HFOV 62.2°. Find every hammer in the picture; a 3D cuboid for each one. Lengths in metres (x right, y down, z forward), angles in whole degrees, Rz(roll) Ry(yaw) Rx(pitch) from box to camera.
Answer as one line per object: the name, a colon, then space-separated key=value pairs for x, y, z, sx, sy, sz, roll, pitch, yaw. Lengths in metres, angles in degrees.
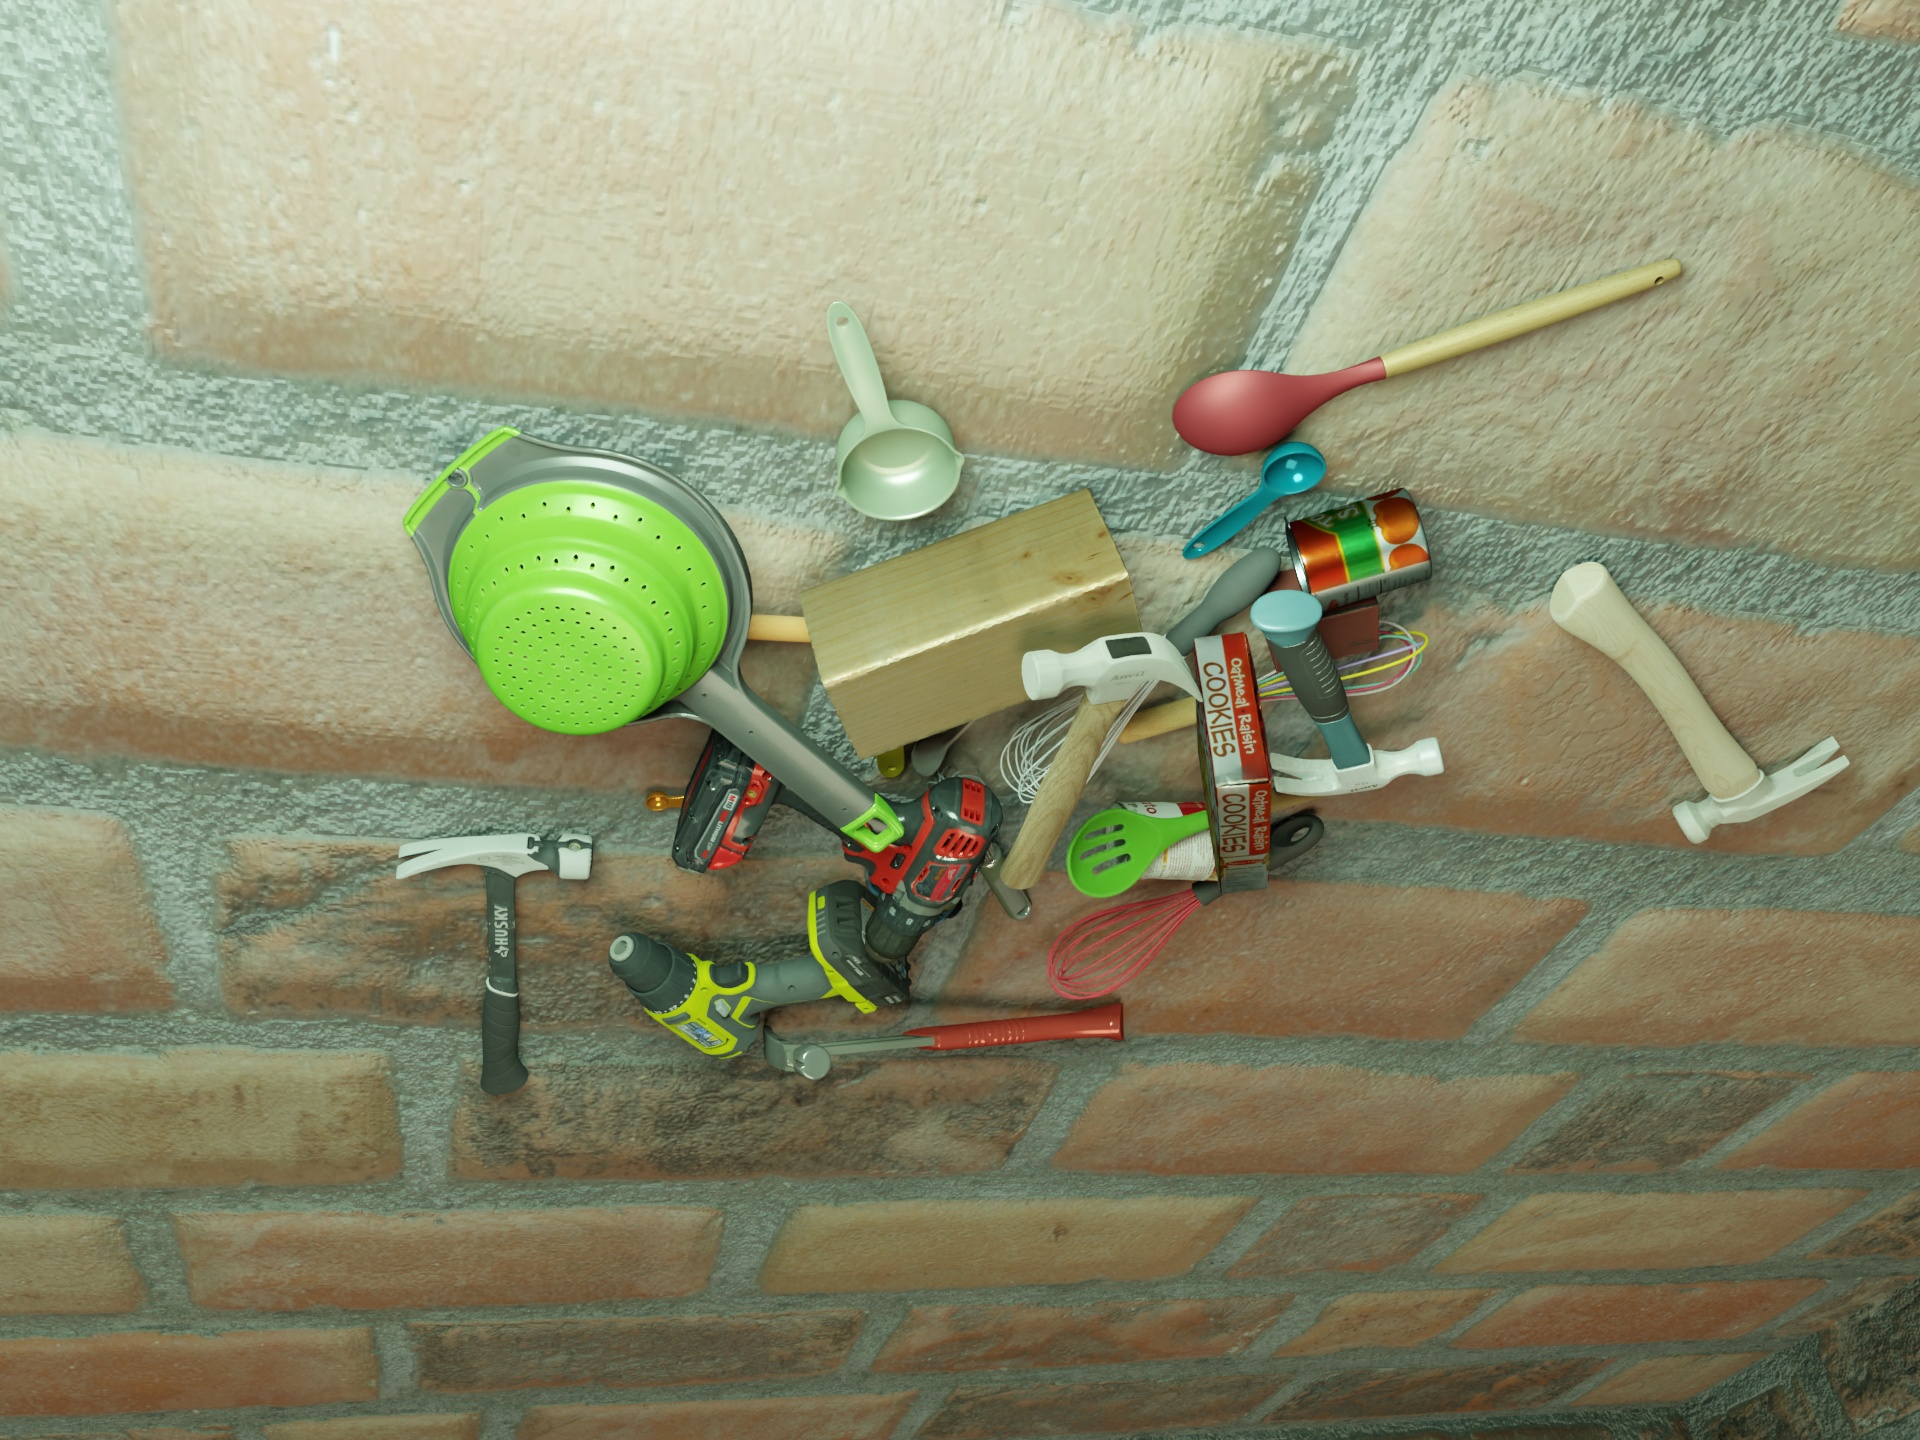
hammer: x=0.592 y=-0.020 z=1.290 sx=0.146 sy=0.038 sz=0.410 roll=-33 pitch=135 yaw=24
hammer: x=-0.406 y=0.223 z=1.390 sx=0.149 sy=0.036 sz=0.408 roll=3 pitch=140 yaw=-14
hammer: x=-0.007 y=0.305 z=1.542 sx=0.359 sy=0.037 sz=0.149 roll=-1 pitch=178 yaw=-22
hammer: x=0.268 y=-0.013 z=1.157 sx=0.128 sy=0.033 sz=0.330 roll=-15 pitch=153 yaw=18
hammer: x=0.079 y=0.039 z=1.142 sx=0.130 sy=0.031 sz=0.331 roll=-10 pitch=151 yaw=-17

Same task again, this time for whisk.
whisk: x=0.198 y=0.166 z=1.423 sx=0.296 sy=0.073 sz=0.073 roll=-35 pitch=135 yaw=21
whisk: x=0.021 y=0.109 z=1.328 sx=0.058 sy=0.059 sz=0.246 roll=-39 pitch=144 yaw=-7
whisk: x=0.133 y=-0.030 z=1.175 sx=0.070 sy=0.070 sz=0.284 roll=23 pitch=127 yaw=-34
whisk: x=0.235 y=-0.025 z=1.213 sx=0.245 sy=0.047 sz=0.051 roll=-17 pitch=142 yaw=17

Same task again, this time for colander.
colander: x=-0.181 y=-0.011 z=1.023 sx=0.204 sy=0.095 sz=0.396 roll=-36 pitch=120 yaw=23

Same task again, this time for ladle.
ladle: x=0.287 y=-0.227 z=0.985 sx=0.315 sy=0.031 sz=0.069 roll=-18 pitch=141 yaw=8

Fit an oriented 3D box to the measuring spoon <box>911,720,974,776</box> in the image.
measuring spoon: x=-0.002 y=-0.004 z=1.198 sx=0.018 sy=0.034 sz=0.124 roll=23 pitch=126 yaw=-27

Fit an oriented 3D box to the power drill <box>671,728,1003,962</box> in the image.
power drill: x=-0.100 y=0.096 z=1.214 sx=0.226 sy=0.080 sz=0.187 roll=19 pitch=128 yaw=-14

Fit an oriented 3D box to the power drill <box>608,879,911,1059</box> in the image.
power drill: x=-0.177 y=0.217 z=1.397 sx=0.228 sy=0.080 sz=0.190 roll=-19 pitch=141 yaw=16

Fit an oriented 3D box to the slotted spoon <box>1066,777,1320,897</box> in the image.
slotted spoon: x=0.227 y=0.074 z=1.292 sx=0.313 sy=0.031 sz=0.070 roll=-16 pitch=103 yaw=-14

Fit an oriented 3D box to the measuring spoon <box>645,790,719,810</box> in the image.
measuring spoon: x=-0.190 y=0.059 z=1.254 sx=0.117 sy=0.011 sz=0.021 roll=-3 pitch=140 yaw=-13

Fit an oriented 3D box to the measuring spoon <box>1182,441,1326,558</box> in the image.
measuring spoon: x=0.193 y=-0.150 z=1.072 sx=0.042 sy=0.021 sz=0.128 roll=18 pitch=143 yaw=-30

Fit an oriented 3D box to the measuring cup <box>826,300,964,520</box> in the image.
measuring cup: x=-0.051 y=-0.191 z=0.952 sx=0.083 sy=0.038 sz=0.167 roll=-14 pitch=139 yaw=6

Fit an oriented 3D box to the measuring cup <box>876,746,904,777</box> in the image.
measuring cup: x=-0.056 y=-0.001 z=1.201 sx=0.062 sy=0.029 sz=0.156 roll=-7 pitch=153 yaw=-4

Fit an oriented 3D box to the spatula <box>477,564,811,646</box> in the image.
spatula: x=-0.166 y=-0.072 z=1.087 sx=0.322 sy=0.041 sz=0.081 roll=2 pitch=139 yaw=-20
